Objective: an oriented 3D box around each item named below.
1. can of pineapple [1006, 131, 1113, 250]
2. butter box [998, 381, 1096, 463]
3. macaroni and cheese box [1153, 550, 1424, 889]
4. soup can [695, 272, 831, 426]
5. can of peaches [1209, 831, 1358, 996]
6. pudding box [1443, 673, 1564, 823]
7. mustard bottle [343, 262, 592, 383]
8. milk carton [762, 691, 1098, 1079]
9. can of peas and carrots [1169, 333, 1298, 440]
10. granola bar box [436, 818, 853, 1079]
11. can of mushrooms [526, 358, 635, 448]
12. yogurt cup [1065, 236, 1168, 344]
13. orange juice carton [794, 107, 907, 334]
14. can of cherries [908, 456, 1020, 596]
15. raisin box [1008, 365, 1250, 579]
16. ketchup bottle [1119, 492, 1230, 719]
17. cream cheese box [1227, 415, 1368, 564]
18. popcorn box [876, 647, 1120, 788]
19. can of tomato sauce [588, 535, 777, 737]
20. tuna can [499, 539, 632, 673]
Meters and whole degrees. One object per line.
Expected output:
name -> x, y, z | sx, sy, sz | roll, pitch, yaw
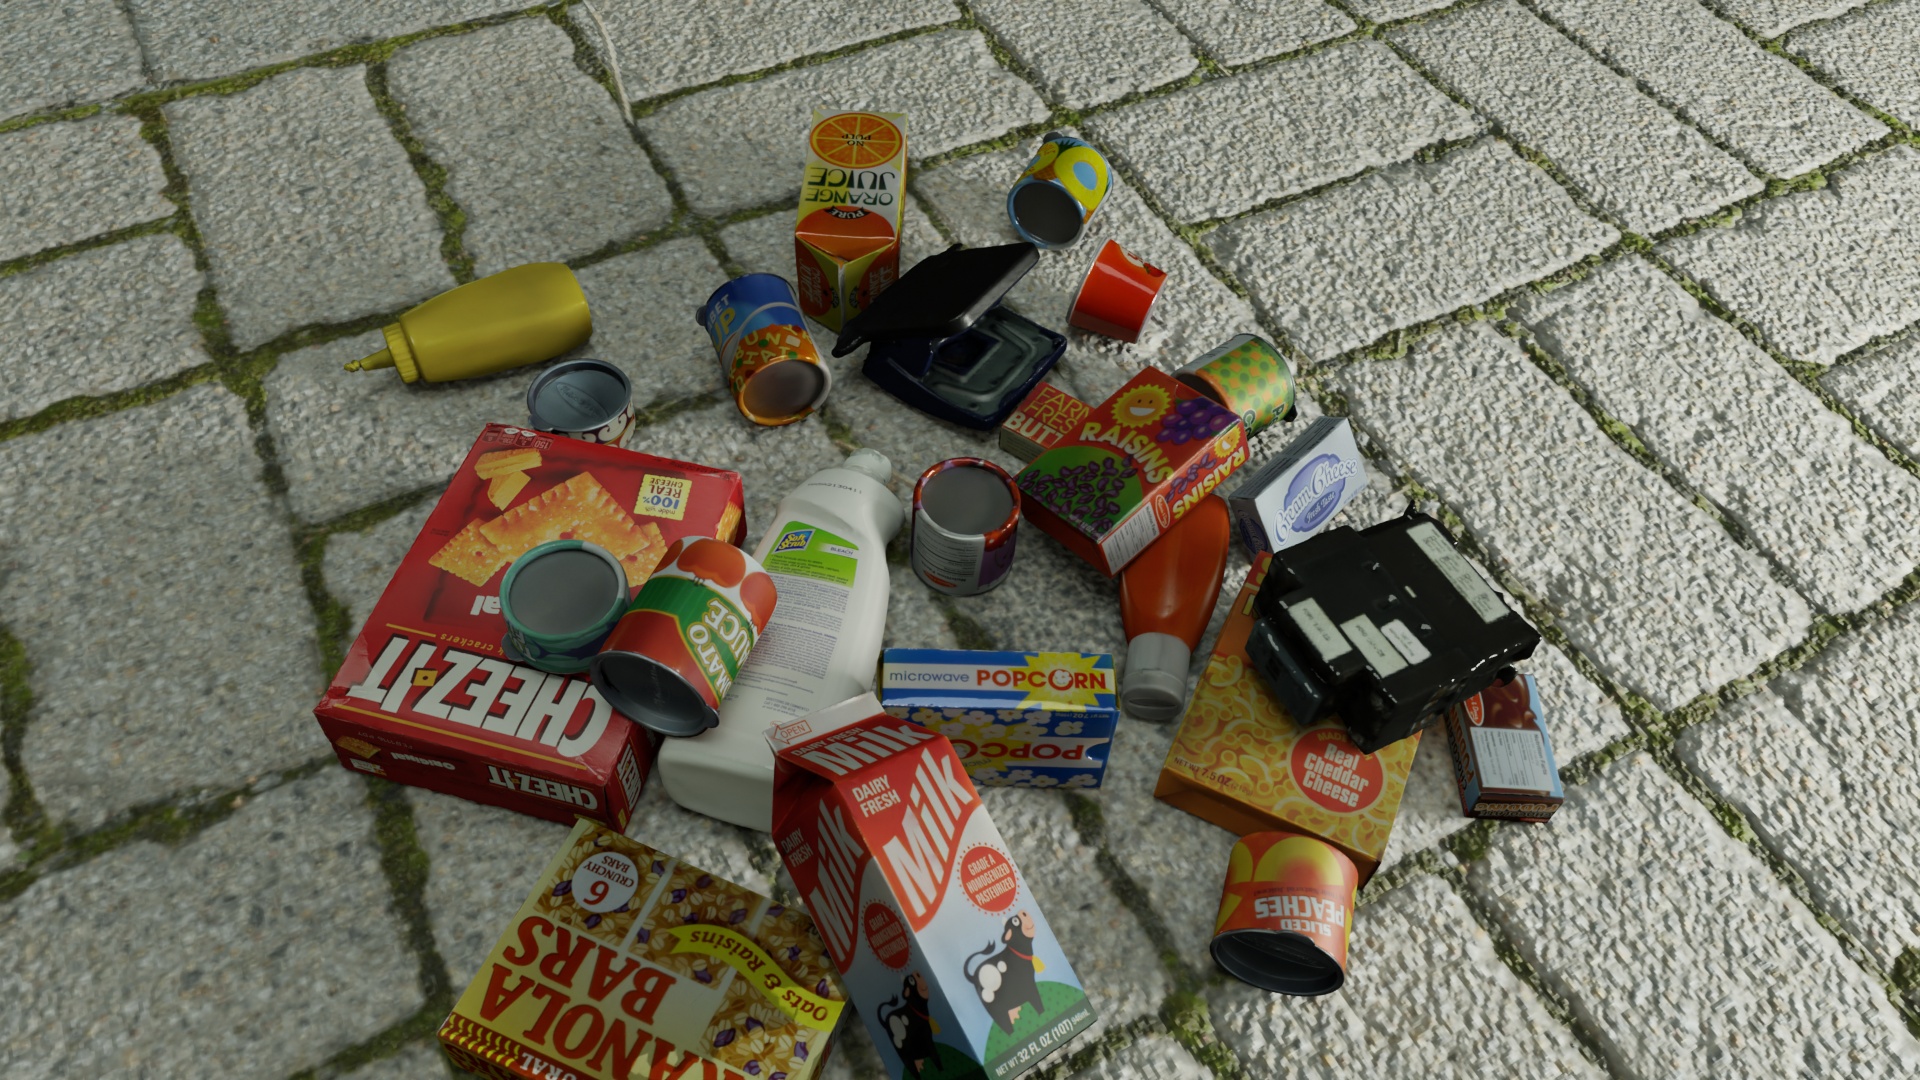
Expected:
can of pineapple -> 0.074, -0.264, 1.054 | 0.071, 0.070, 0.058 | 22, 54, 13
butter box -> 0.081, -0.063, 0.923 | 0.103, 0.024, 0.053 | 30, 56, 18
macaroni and cheese box -> 0.198, 0.097, 0.795 | 0.124, 0.040, 0.167 | 23, 54, 13
soup can -> -0.132, -0.127, 0.932 | 0.071, 0.071, 0.084 | -15, 55, -15
can of peaches -> 0.165, 0.187, 0.702 | 0.071, 0.071, 0.058 | 16, 51, 9
pudding box -> 0.309, 0.117, 0.794 | 0.050, 0.030, 0.084 | 3, 51, -1
mustard bottle -> -0.334, -0.140, 0.938 | 0.161, 0.048, 0.065 | -21, 56, -19
milk carton -> -0.024, 0.164, 0.660 | 0.072, 0.073, 0.191 | -15, 71, -42
can of peas and carrots -> 0.182, -0.095, 0.931 | 0.059, 0.070, 0.071 | -30, 60, -24
granola bar box -> -0.143, 0.223, 0.671 | 0.166, 0.038, 0.125 | 20, 52, 11
can of mushrooms -> -0.249, -0.084, 0.910 | 0.071, 0.033, 0.071 | 3, 52, -3
yogurt cup -> 0.113, -0.175, 0.991 | 0.054, 0.072, 0.073 | 26, 54, 6
orange juice carton -> -0.079, -0.228, 1.012 | 0.073, 0.071, 0.194 | 3, 51, -1
can of cherries -> 0.003, -0.011, 0.854 | 0.071, 0.058, 0.072 | 2, 52, -2
raisin box -> 0.104, -0.045, 0.856 | 0.124, 0.040, 0.086 | -39, 46, -14
ketchup bottle -> 0.124, 0.036, 0.835 | 0.065, 0.043, 0.149 | 2, 50, 16
cream cheese box -> 0.217, -0.032, 0.889 | 0.104, 0.053, 0.024 | -38, 25, -29
popcorn box -> 0.017, 0.097, 0.753 | 0.127, 0.084, 0.038 | 2, 51, -2
can of tomato sauce -> -0.139, 0.049, 0.715 | 0.071, 0.070, 0.083 | 18, 50, 10
tuna can -> -0.209, 0.035, 0.729 | 0.071, 0.032, 0.071 | 3, 53, -4
